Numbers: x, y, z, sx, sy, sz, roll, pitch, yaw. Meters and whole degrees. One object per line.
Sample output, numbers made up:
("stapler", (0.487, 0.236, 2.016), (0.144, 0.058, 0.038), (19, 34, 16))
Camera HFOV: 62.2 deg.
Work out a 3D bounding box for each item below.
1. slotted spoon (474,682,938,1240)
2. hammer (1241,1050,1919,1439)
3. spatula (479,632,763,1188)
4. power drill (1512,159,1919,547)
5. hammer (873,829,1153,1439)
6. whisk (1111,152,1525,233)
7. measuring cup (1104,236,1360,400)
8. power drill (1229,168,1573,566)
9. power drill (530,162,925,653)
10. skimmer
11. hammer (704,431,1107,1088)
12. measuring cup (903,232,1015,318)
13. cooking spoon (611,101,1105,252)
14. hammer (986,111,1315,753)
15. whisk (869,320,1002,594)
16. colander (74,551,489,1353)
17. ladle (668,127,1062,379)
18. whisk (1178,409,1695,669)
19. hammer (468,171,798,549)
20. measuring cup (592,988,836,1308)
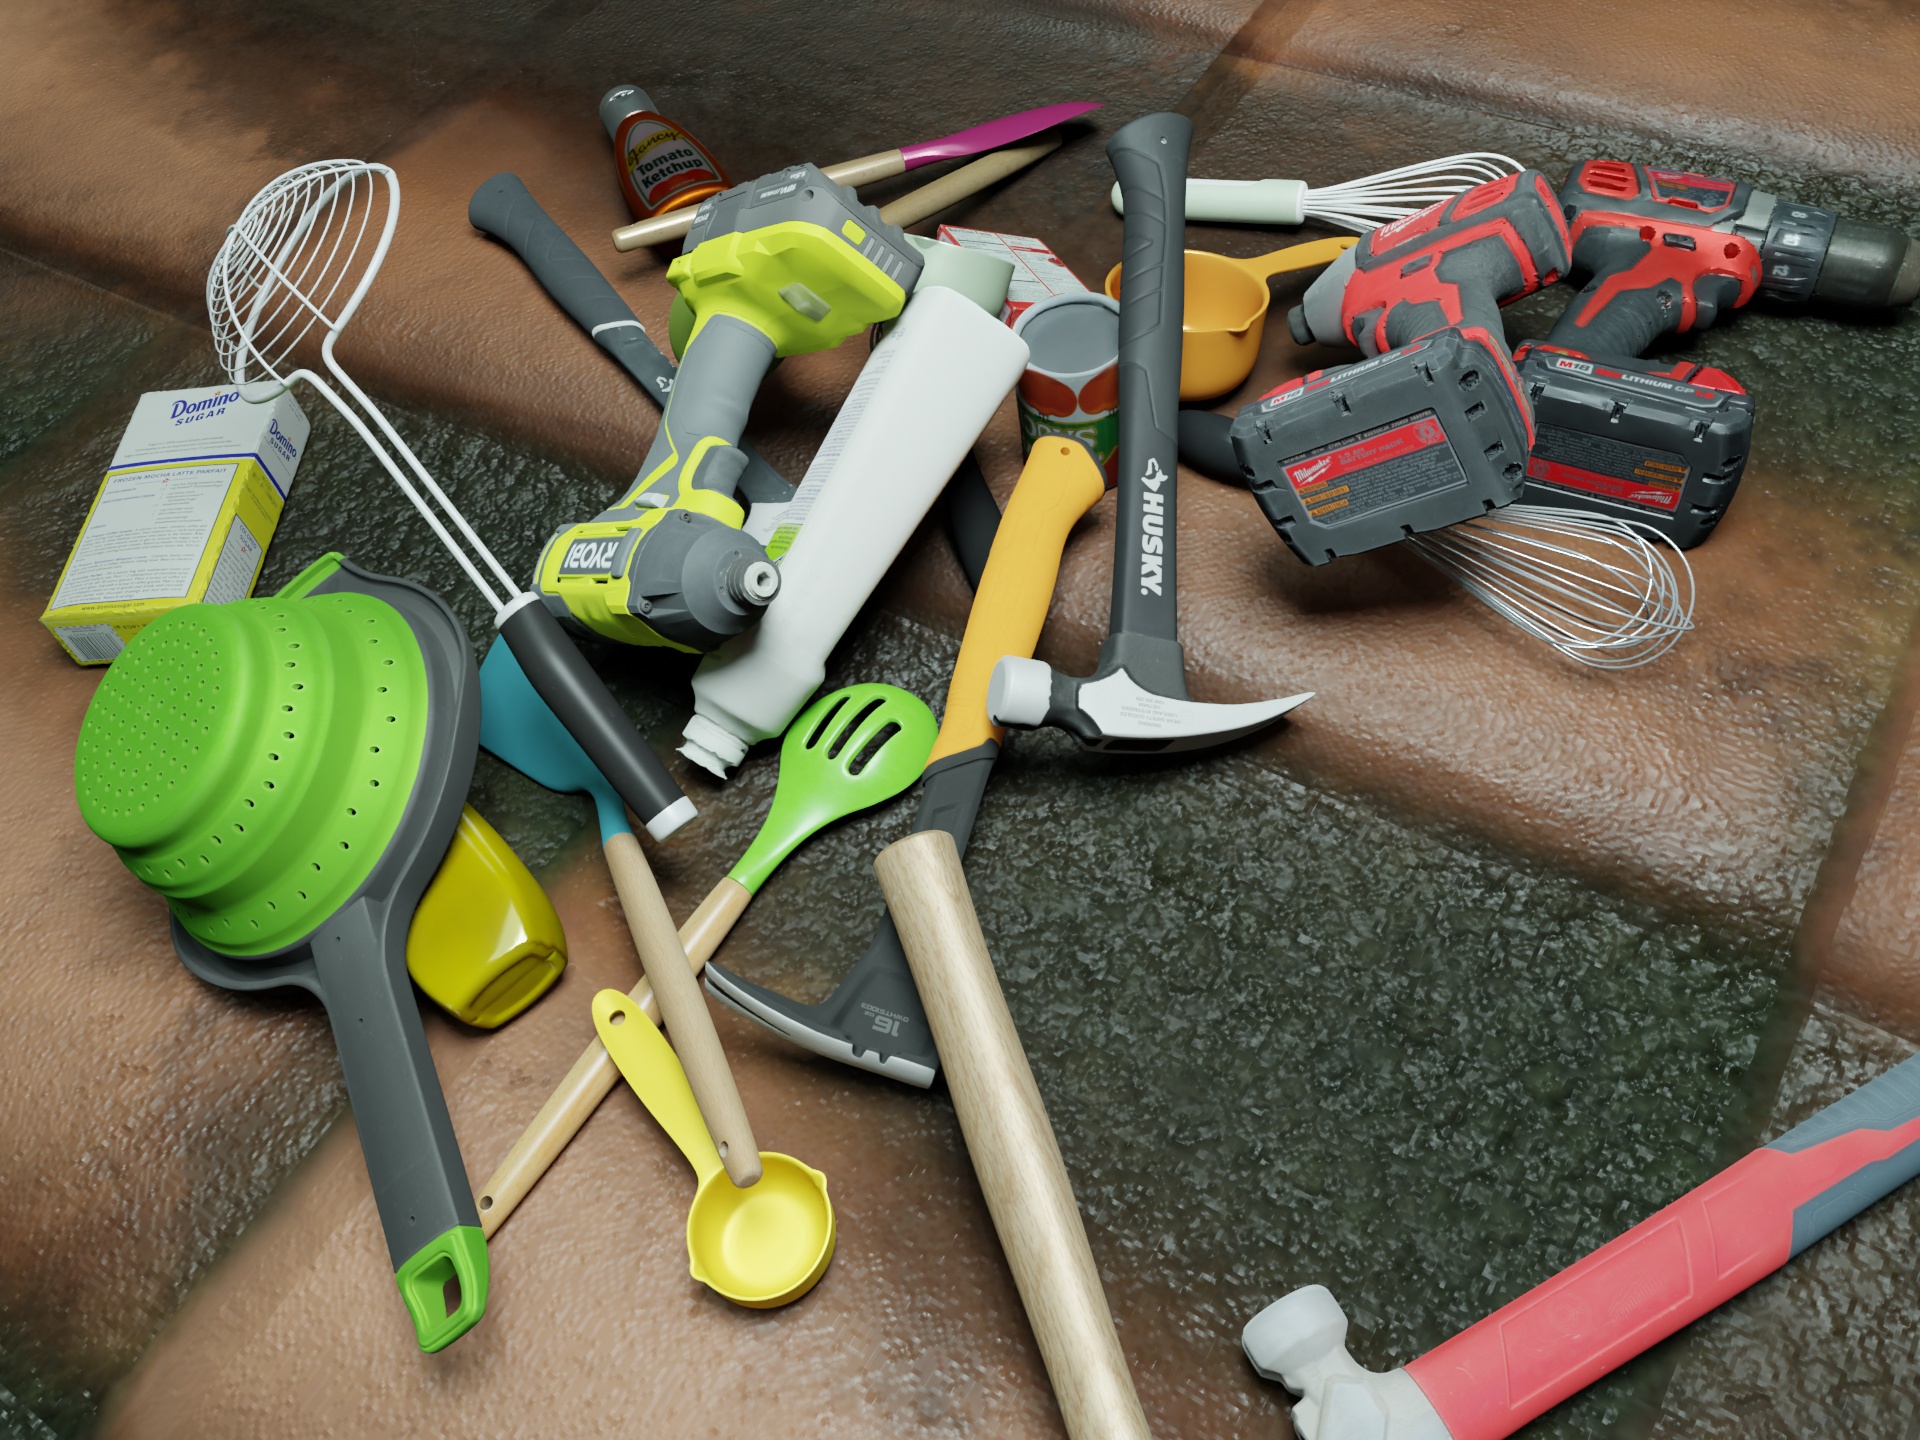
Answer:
("slotted spoon", (-0.113, 0.095, 0.708), (0.070, 0.031, 0.314), (26, 64, 23))
("hammer", (0.302, 0.187, 0.570), (0.386, 0.038, 0.143), (-27, 57, -10))
("spatula", (-0.153, 0.072, 0.696), (0.082, 0.044, 0.318), (-55, 44, 23))
("power drill", (0.377, -0.195, 0.807), (0.188, 0.080, 0.227), (18, 57, 20))
("hammer", (0.032, 0.186, 0.577), (0.130, 0.031, 0.332), (-25, 61, 8))
("whisk", (0.207, -0.302, 0.926), (0.246, 0.059, 0.058), (9, 19, 20))
("measuring cup", (0.156, -0.227, 0.881), (0.173, 0.052, 0.095), (-22, 49, -25))
("power drill", (0.206, -0.174, 0.753), (0.143, 0.078, 0.220), (-16, 32, 36))
("power drill", (-0.106, -0.139, 0.747), (0.171, 0.080, 0.223), (6, 71, 50))
("skimmer", (-0.223, -0.101, 0.729), (0.127, 0.090, 0.363), (-39, 86, 20))
("hammer", (-0.001, -0.002, 0.728), (0.127, 0.034, 0.337), (18, 61, 2))
("measuring cup", (-0.055, -0.241, 0.843), (0.167, 0.083, 0.038), (14, 102, 11))
("cooking spoon", (-0.061, -0.340, 0.985), (0.319, 0.017, 0.069), (-19, 21, -9))
("hammer", (0.095, -0.145, 0.758), (0.146, 0.035, 0.335), (9, 71, -14))
("whisk", (-0.004, -0.149, 0.854), (0.055, 0.055, 0.239), (-16, 58, -2))
("colander", (-0.286, 0.072, 0.665), (0.204, 0.094, 0.398), (-39, 56, 12))
("ladle", (-0.043, -0.282, 0.936), (0.078, 0.062, 0.320), (28, 50, 30))
("whisk", (0.218, -0.100, 0.779), (0.285, 0.070, 0.070), (29, 64, 31))
("hammer", (-0.188, -0.222, 0.938), (0.149, 0.036, 0.409), (-32, 56, -15))
("measuring cup", (-0.106, 0.171, 0.649), (0.062, 0.029, 0.157), (-35, 58, -15))
